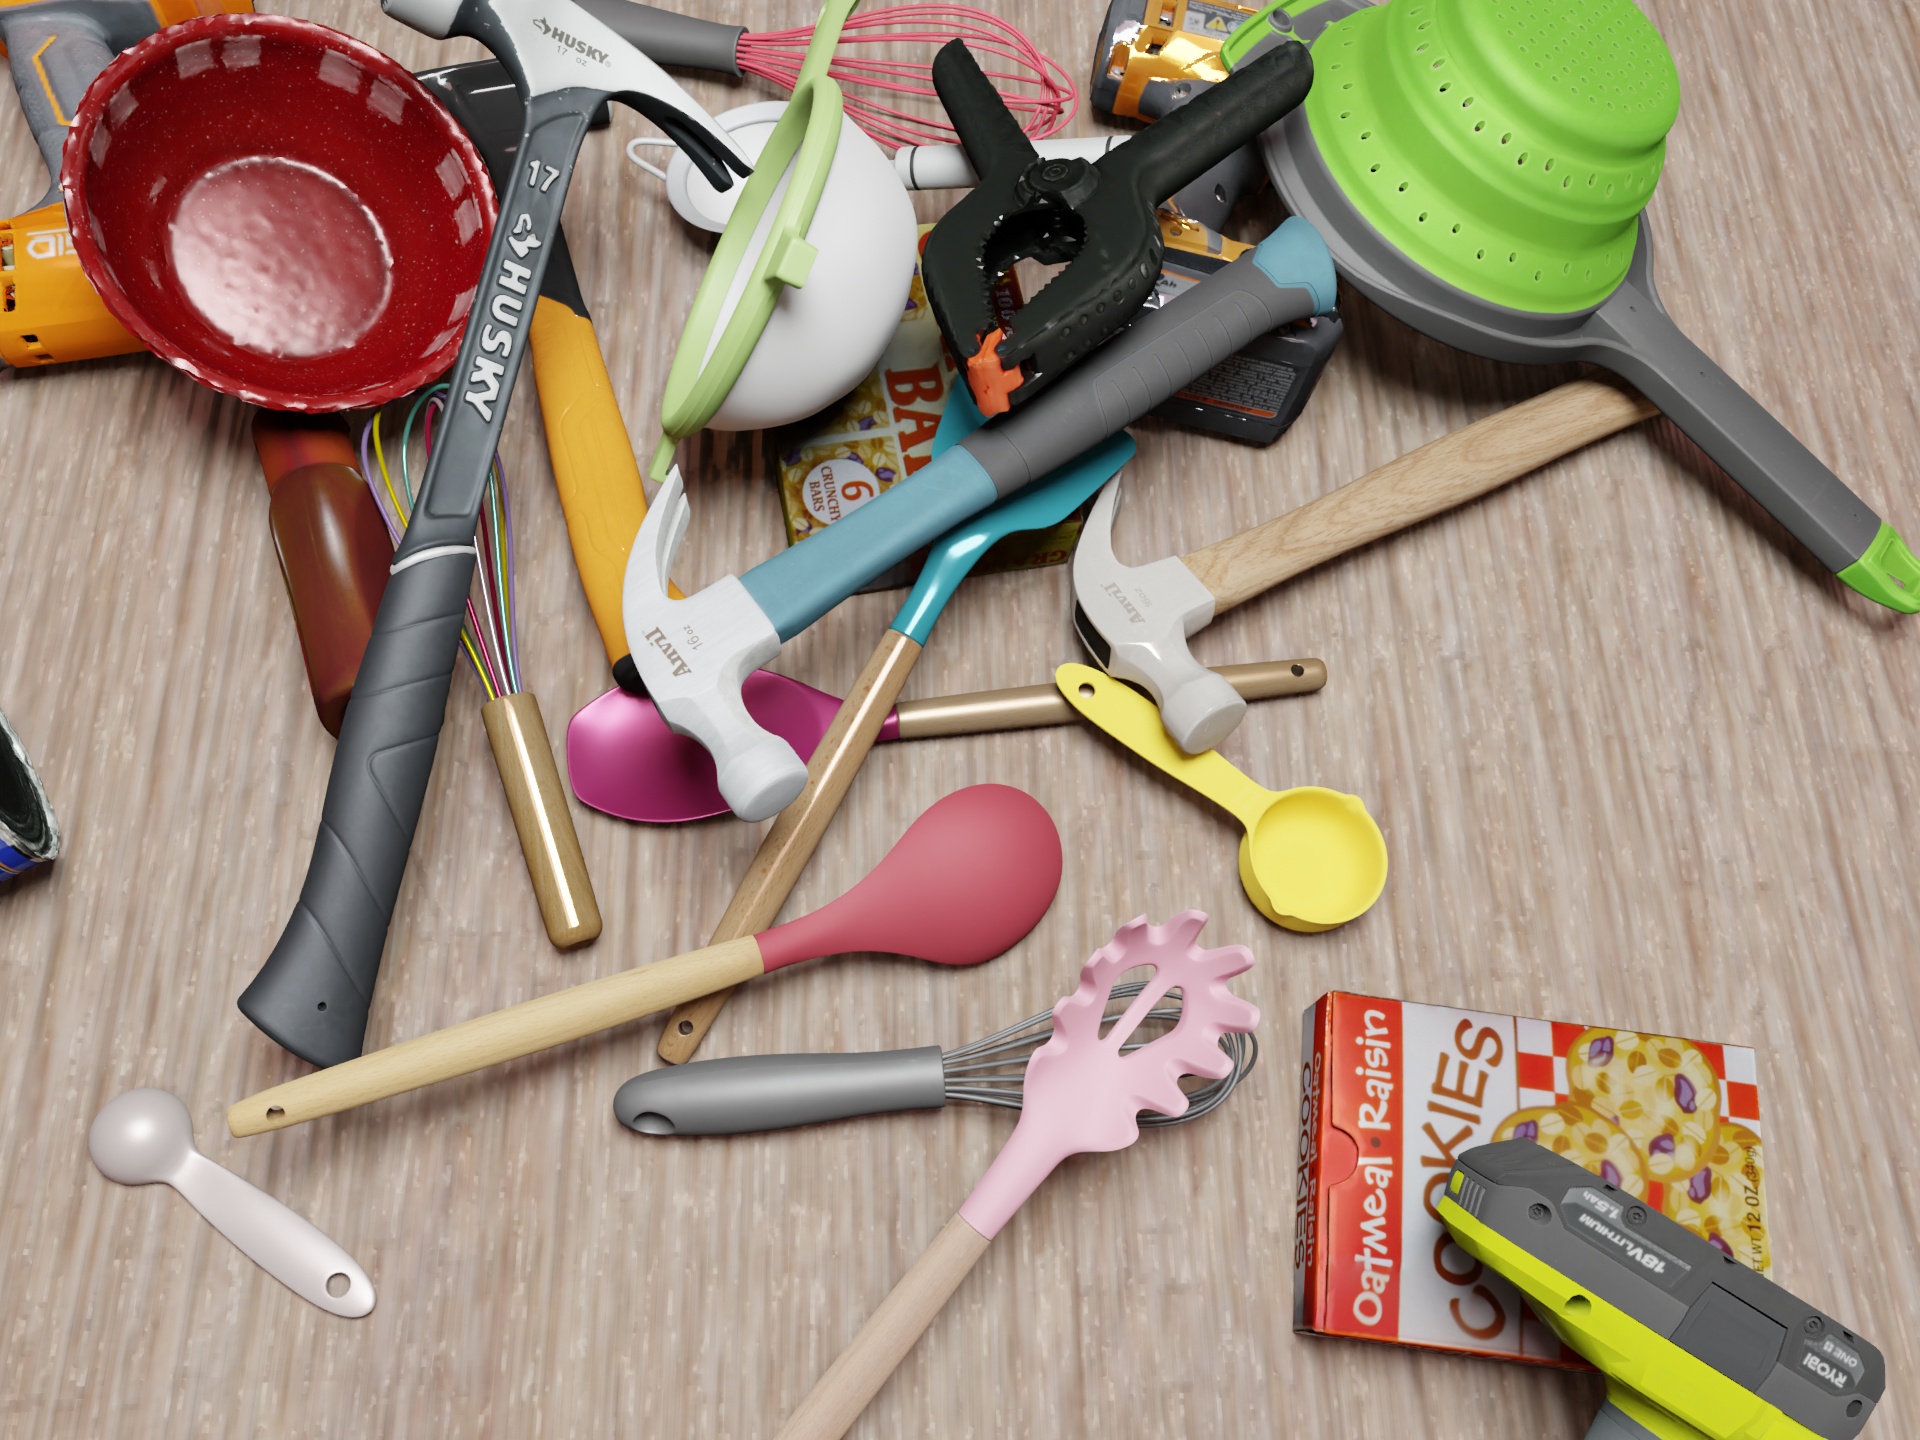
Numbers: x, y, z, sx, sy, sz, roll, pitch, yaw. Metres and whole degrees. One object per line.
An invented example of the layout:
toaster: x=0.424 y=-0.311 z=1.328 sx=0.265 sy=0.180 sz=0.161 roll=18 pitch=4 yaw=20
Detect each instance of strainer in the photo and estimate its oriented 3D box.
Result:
strainer: x=-0.052 y=-0.215 z=0.661 sx=0.069 sy=0.151 sz=0.257 roll=23 pitch=56 yaw=-19
strainer: x=-0.029 y=-0.246 z=0.718 sx=0.258 sy=0.050 sz=0.087 roll=5 pitch=62 yaw=21

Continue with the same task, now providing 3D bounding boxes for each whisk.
whisk: x=-0.008 y=0.131 z=0.588 sx=0.239 sy=0.055 sz=0.055 roll=-5 pitch=67 yaw=-4
whisk: x=-0.182 y=-0.028 z=0.633 sx=0.051 sy=0.047 sz=0.245 roll=-23 pitch=77 yaw=14
whisk: x=-0.087 y=-0.322 z=0.773 sx=0.296 sy=0.073 sz=0.073 roll=13 pitch=66 yaw=8

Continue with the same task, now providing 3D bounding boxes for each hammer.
hammer: x=0.193 y=-0.102 z=0.703 sx=0.331 sy=0.031 sz=0.130 roll=-25 pitch=59 yaw=-20
hammer: x=-0.185 y=-0.076 z=0.588 sx=0.149 sy=0.036 sz=0.409 roll=18 pitch=79 yaw=-32
hammer: x=0.018 y=-0.101 z=0.613 sx=0.331 sy=0.033 sz=0.128 roll=-35 pitch=70 yaw=-15
hammer: x=-0.181 y=-0.160 z=0.696 sx=0.127 sy=0.034 sz=0.337 roll=-15 pitch=67 yaw=-12

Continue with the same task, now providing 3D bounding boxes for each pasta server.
pasta server: x=-0.012 y=0.193 z=0.532 sx=0.060 sy=0.040 sz=0.316 roll=40 pitch=82 yaw=1

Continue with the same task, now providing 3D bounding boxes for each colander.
colander: x=0.296 y=-0.207 z=0.686 sx=0.397 sy=0.094 sz=0.204 roll=44 pitch=56 yaw=4

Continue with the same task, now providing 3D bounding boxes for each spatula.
spatula: x=-0.033 y=-0.007 z=0.631 sx=0.082 sy=0.044 sz=0.317 roll=29 pitch=81 yaw=0

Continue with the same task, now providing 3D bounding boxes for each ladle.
ladle: x=-0.099 y=0.091 z=0.577 sx=0.315 sy=0.031 sz=0.069 roll=-16 pitch=101 yaw=-19

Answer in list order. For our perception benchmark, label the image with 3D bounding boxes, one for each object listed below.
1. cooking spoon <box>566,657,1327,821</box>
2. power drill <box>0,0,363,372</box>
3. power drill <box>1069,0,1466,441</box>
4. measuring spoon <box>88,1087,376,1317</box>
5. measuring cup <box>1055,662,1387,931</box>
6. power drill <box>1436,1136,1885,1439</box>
cooking spoon: x=-0.001 y=-0.002 z=0.660 sx=0.319 sy=0.017 sz=0.069 roll=-7 pitch=65 yaw=-8
power drill: x=-0.361 y=-0.268 z=0.711 sx=0.164 sy=0.084 sz=0.227 roll=-10 pitch=72 yaw=-10
power drill: x=0.143 y=-0.244 z=0.748 sx=0.185 sy=0.084 sz=0.226 roll=13 pitch=62 yaw=-2
measuring spoon: x=-0.257 y=0.171 z=0.561 sx=0.124 sy=0.018 sz=0.034 roll=33 pitch=68 yaw=8
measuring cup: x=0.101 y=0.029 z=0.650 sx=0.156 sy=0.029 sz=0.062 roll=37 pitch=68 yaw=10
power drill: x=0.171 y=0.257 z=0.508 sx=0.171 sy=0.080 sz=0.223 roll=31 pitch=86 yaw=6
